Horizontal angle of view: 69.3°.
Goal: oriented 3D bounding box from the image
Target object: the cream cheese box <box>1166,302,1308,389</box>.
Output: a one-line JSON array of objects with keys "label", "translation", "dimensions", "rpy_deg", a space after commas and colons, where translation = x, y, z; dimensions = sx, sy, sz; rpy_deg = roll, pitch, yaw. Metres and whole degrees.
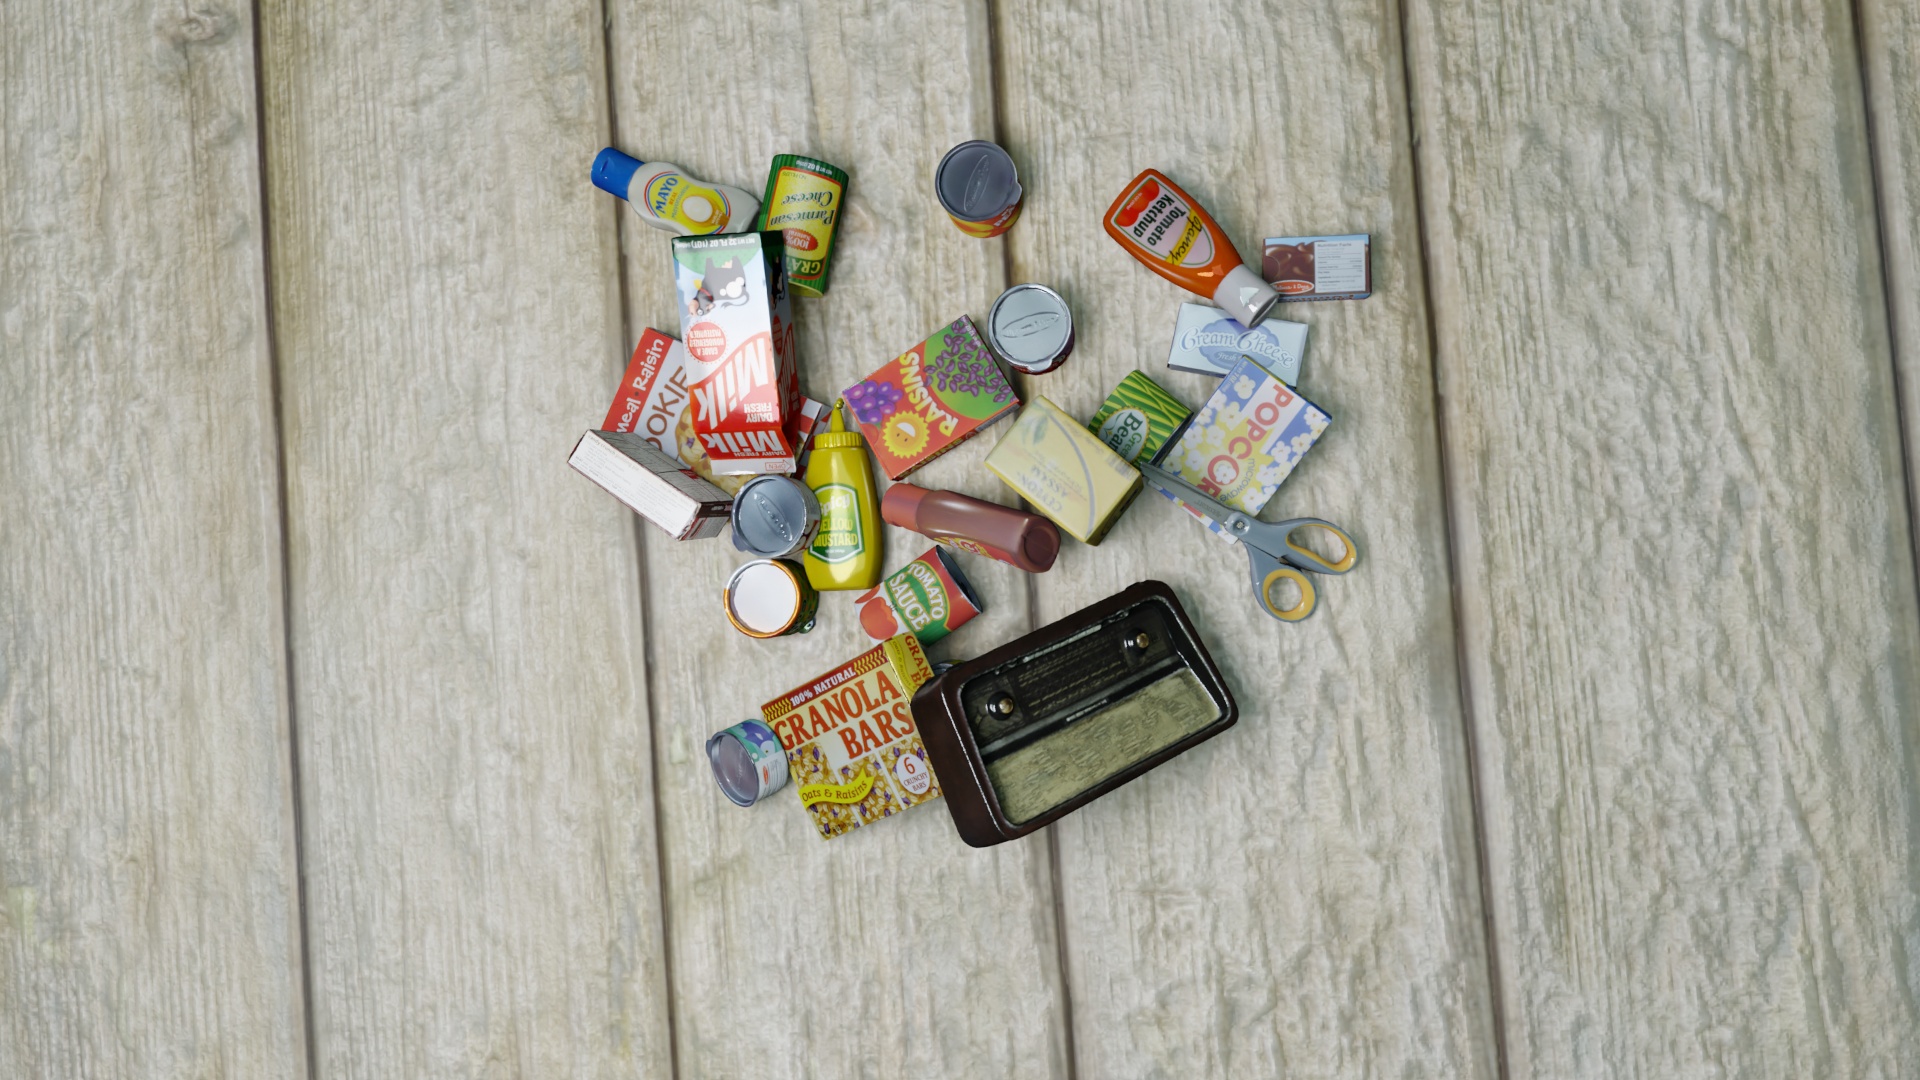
[{"label": "cream cheese box", "translation": [0.221, -0.155, 1.111], "dimensions": [0.104, 0.024, 0.053], "rpy_deg": [11, 89, 9]}]

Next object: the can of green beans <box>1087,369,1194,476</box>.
[{"label": "can of green beans", "translation": [0.142, -0.093, 1.100], "dimensions": [0.058, 0.071, 0.071], "rpy_deg": [39, 94, 8]}]

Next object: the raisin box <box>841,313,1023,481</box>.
[{"label": "raisin box", "translation": [-0.023, -0.115, 1.139], "dimensions": [0.123, 0.040, 0.086], "rpy_deg": [-31, 85, 7]}]

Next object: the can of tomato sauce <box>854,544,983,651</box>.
[{"label": "can of tomato sauce", "translation": [-0.035, 0.053, 1.119], "dimensions": [0.083, 0.071, 0.071], "rpy_deg": [-34, 84, 7]}]

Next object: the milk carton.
[{"label": "milk carton", "translation": [-0.172, -0.145, 1.093], "dimensions": [0.072, 0.073, 0.190], "rpy_deg": [-2, 103, 7]}]

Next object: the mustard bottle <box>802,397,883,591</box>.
[{"label": "mustard bottle", "translation": [-0.099, -0.038, 1.142], "dimensions": [0.065, 0.049, 0.160], "rpy_deg": [-4, 88, 9]}]

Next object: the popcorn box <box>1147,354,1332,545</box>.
[{"label": "popcorn box", "translation": [0.218, -0.071, 1.088], "dimensions": [0.085, 0.038, 0.126], "rpy_deg": [37, 105, 4]}]

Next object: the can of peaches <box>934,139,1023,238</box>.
[{"label": "can of peaches", "translation": [0.018, -0.283, 1.129], "dimensions": [0.071, 0.058, 0.071], "rpy_deg": [0, 88, 8]}]

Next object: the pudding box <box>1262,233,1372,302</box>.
[{"label": "pudding box", "translation": [0.281, -0.216, 1.102], "dimensions": [0.084, 0.030, 0.049], "rpy_deg": [-1, 89, 9]}]

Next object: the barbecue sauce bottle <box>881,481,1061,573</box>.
[{"label": "barbecue sauce bottle", "translation": [0.004, -0.014, 1.102], "dimensions": [0.148, 0.065, 0.043], "rpy_deg": [17, 83, 36]}]

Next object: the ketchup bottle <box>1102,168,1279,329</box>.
[{"label": "ketchup bottle", "translation": [0.185, -0.227, 1.098], "dimensions": [0.149, 0.043, 0.064], "rpy_deg": [44, 98, 17]}]

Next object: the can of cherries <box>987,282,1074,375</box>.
[{"label": "can of cherries", "translation": [0.058, -0.166, 1.119], "dimensions": [0.071, 0.058, 0.071], "rpy_deg": [0, 88, 8]}]

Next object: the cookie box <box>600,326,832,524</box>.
[{"label": "cookie box", "translation": [-0.210, -0.090, 1.165], "dimensions": [0.167, 0.040, 0.123], "rpy_deg": [25, 93, 8]}]

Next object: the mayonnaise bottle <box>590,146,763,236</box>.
[{"label": "mayonnaise bottle", "translation": [-0.241, -0.287, 1.176], "dimensions": [0.148, 0.041, 0.064], "rpy_deg": [26, 94, 8]}]

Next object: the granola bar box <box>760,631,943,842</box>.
[{"label": "granola bar box", "translation": [-0.075, 0.157, 1.095], "dimensions": [0.165, 0.039, 0.124], "rpy_deg": [-30, 83, 41]}]

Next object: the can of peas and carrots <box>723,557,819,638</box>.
[{"label": "can of peas and carrots", "translation": [-0.154, 0.049, 1.143], "dimensions": [0.071, 0.059, 0.071], "rpy_deg": [0, 89, 9]}]

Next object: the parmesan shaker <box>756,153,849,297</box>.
[{"label": "parmesan shaker", "translation": [-0.137, -0.260, 1.146], "dimensions": [0.071, 0.071, 0.103], "rpy_deg": [13, 90, 9]}]

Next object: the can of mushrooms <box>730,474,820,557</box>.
[{"label": "can of mushrooms", "translation": [-0.149, -0.018, 1.113], "dimensions": [0.071, 0.033, 0.071], "rpy_deg": [0, 89, 18]}]

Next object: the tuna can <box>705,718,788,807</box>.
[{"label": "tuna can", "translation": [-0.175, 0.181, 1.139], "dimensions": [0.071, 0.033, 0.070], "rpy_deg": [19, 118, 41]}]

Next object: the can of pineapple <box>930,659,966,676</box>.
[{"label": "can of pineapple", "translation": [-0.010, 0.131, 1.119], "dimensions": [0.071, 0.058, 0.071], "rpy_deg": [0, 88, 9]}]
